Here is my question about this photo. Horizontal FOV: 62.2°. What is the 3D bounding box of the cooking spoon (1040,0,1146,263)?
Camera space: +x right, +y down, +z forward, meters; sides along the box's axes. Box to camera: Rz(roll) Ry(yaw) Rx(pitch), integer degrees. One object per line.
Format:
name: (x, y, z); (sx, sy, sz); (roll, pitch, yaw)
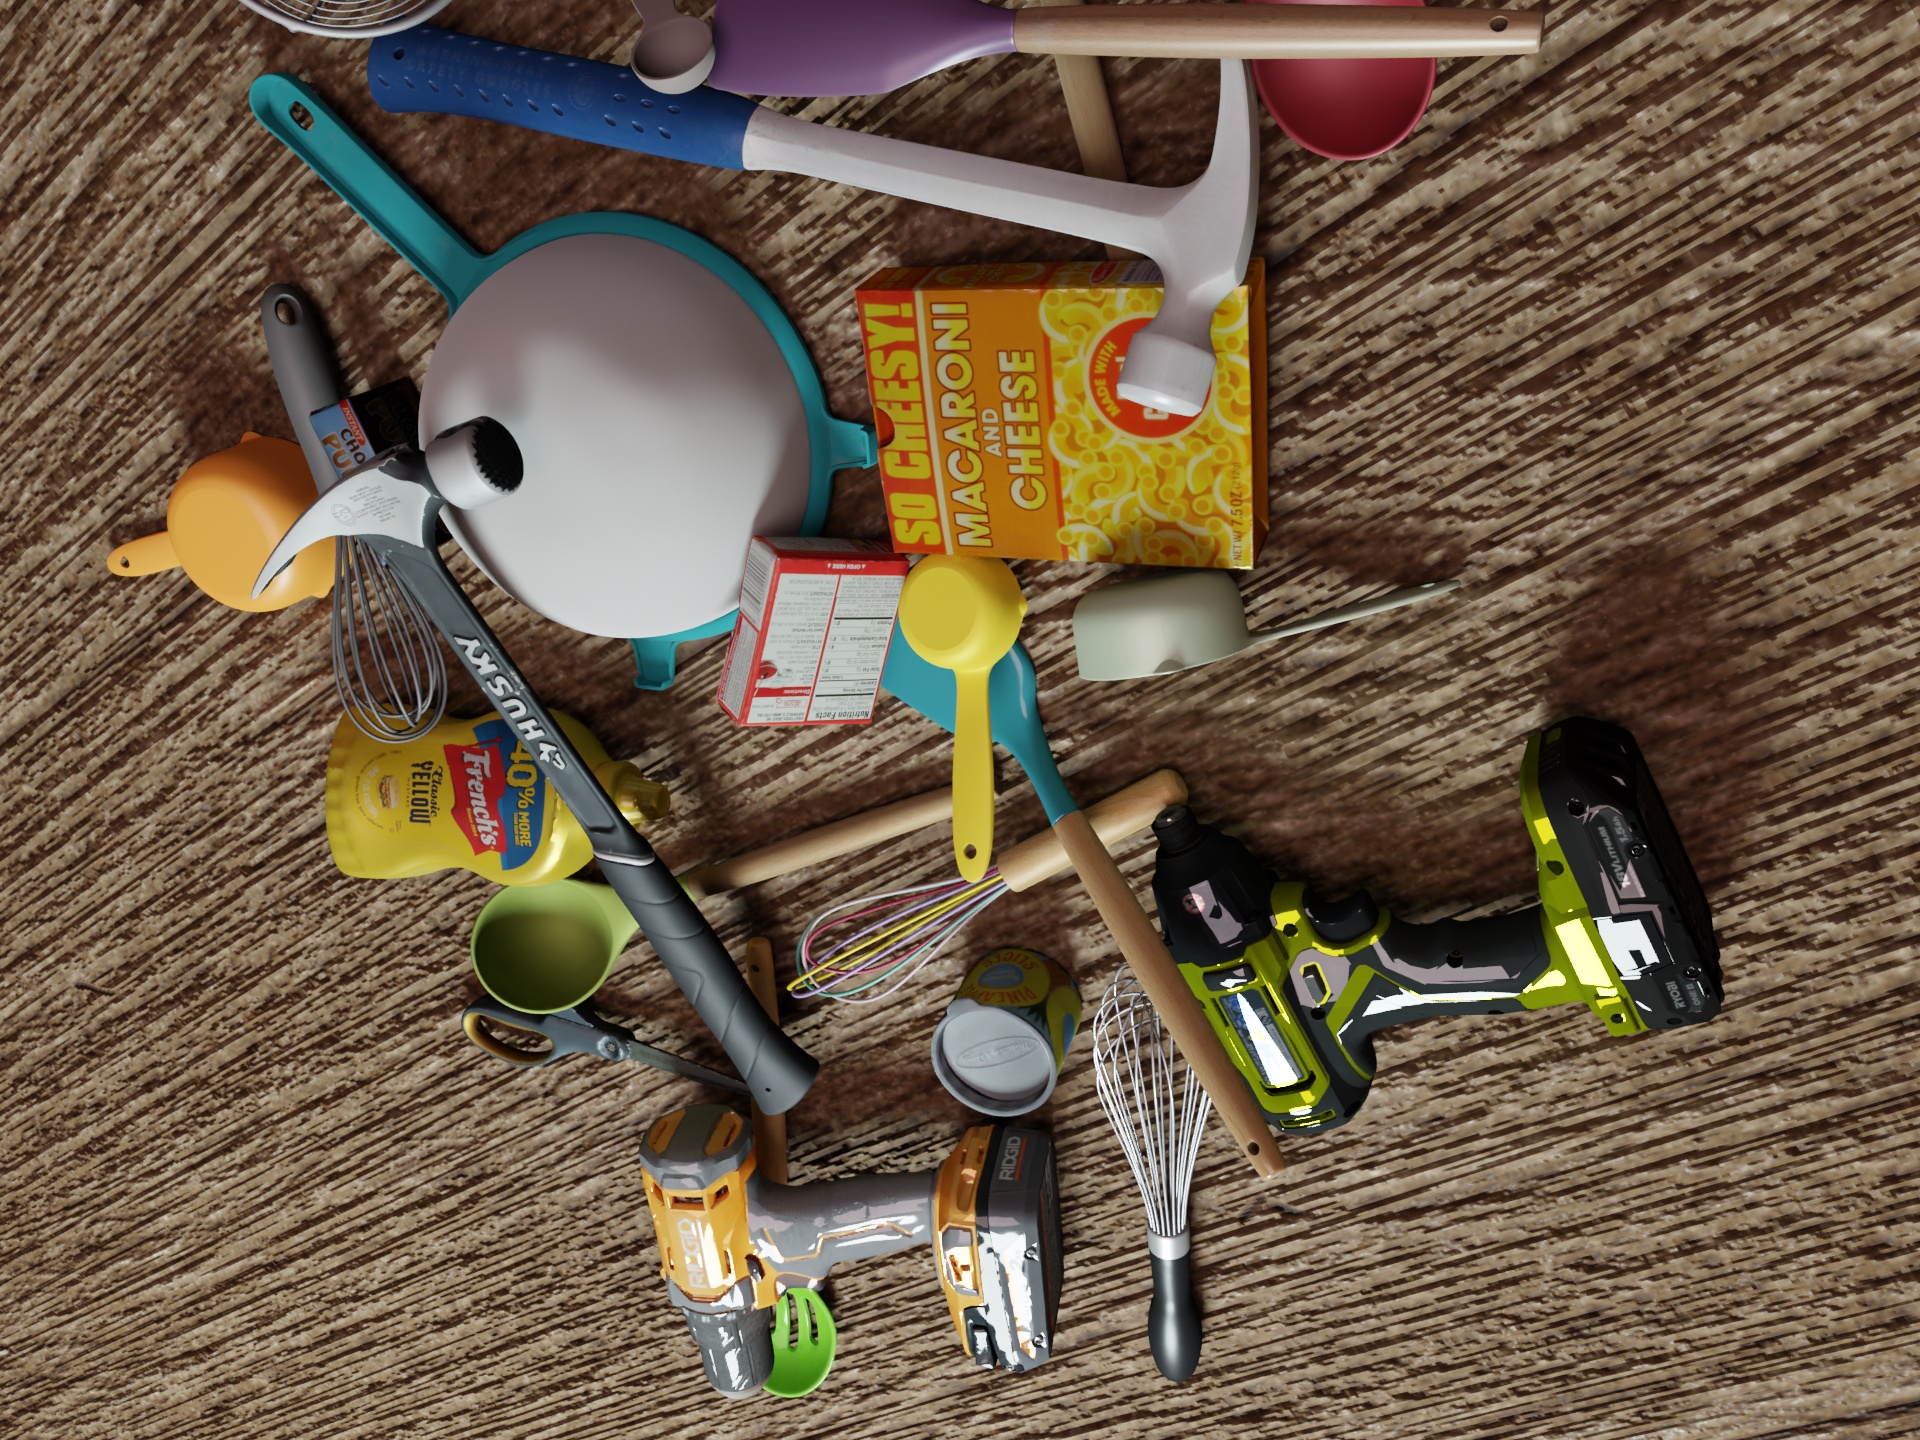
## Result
cooking spoon: (0.030, -0.318, 0.621); (0.069, 0.017, 0.318); (-13, 109, 13)

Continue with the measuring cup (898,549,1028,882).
measuring cup: (-0.001, -0.002, 0.733); (0.062, 0.029, 0.156); (-1, 90, 31)

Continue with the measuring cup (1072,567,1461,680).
measuring cup: (0.129, -0.054, 0.688); (0.167, 0.083, 0.038); (-13, 99, 7)

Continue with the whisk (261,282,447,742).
whisk: (-0.315, -0.103, 0.813); (0.055, 0.055, 0.239); (-10, 99, 23)

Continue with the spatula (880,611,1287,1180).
spatula: (0.055, 0.069, 0.734); (0.082, 0.044, 0.318); (-42, 67, 28)

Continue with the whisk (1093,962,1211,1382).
whisk: (0.109, 0.245, 0.834); (0.070, 0.070, 0.284); (2, 119, 18)

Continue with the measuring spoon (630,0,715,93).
measuring spoon: (-0.124, -0.295, 0.650); (0.034, 0.124, 0.018); (-22, 149, 3)

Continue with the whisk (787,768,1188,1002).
whisk: (0.008, 0.085, 0.805); (0.245, 0.051, 0.047); (-30, 139, 23)

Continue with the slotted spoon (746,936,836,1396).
slotted spoon: (-0.109, 0.265, 0.932); (0.070, 0.031, 0.313); (6, 113, 16)

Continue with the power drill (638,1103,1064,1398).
power drill: (-0.059, 0.307, 0.888); (0.226, 0.084, 0.185); (-1, 113, 11)

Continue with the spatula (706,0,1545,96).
spatula: (0.046, -0.253, 0.578); (0.316, 0.018, 0.060); (10, 92, 21)

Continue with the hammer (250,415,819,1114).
hammer: (-0.180, 0.051, 0.779); (0.149, 0.036, 0.408); (-15, 121, 23)

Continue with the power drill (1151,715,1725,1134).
power drill: (0.204, 0.089, 0.715); (0.223, 0.080, 0.171); (-21, 106, 29)

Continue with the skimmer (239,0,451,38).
skimmer: (-0.142, -0.344, 0.616); (0.363, 0.090, 0.127); (3, 94, 22)

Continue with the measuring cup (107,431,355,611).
measuring cup: (-0.411, -0.094, 0.856); (0.173, 0.052, 0.095); (-11, 110, 21)

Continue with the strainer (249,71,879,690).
strainer: (-0.217, -0.166, 0.732); (0.340, 0.095, 0.211); (44, 120, -6)

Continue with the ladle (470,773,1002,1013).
ladle: (-0.124, 0.085, 0.839); (0.320, 0.062, 0.078); (-20, 100, 23)

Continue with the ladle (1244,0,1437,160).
ladle: (0.068, -0.341, 0.583); (0.069, 0.031, 0.315); (-35, 102, 36)

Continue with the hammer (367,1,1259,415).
hammer: (-0.073, -0.243, 0.652); (0.406, 0.035, 0.144); (19, 97, 19)
